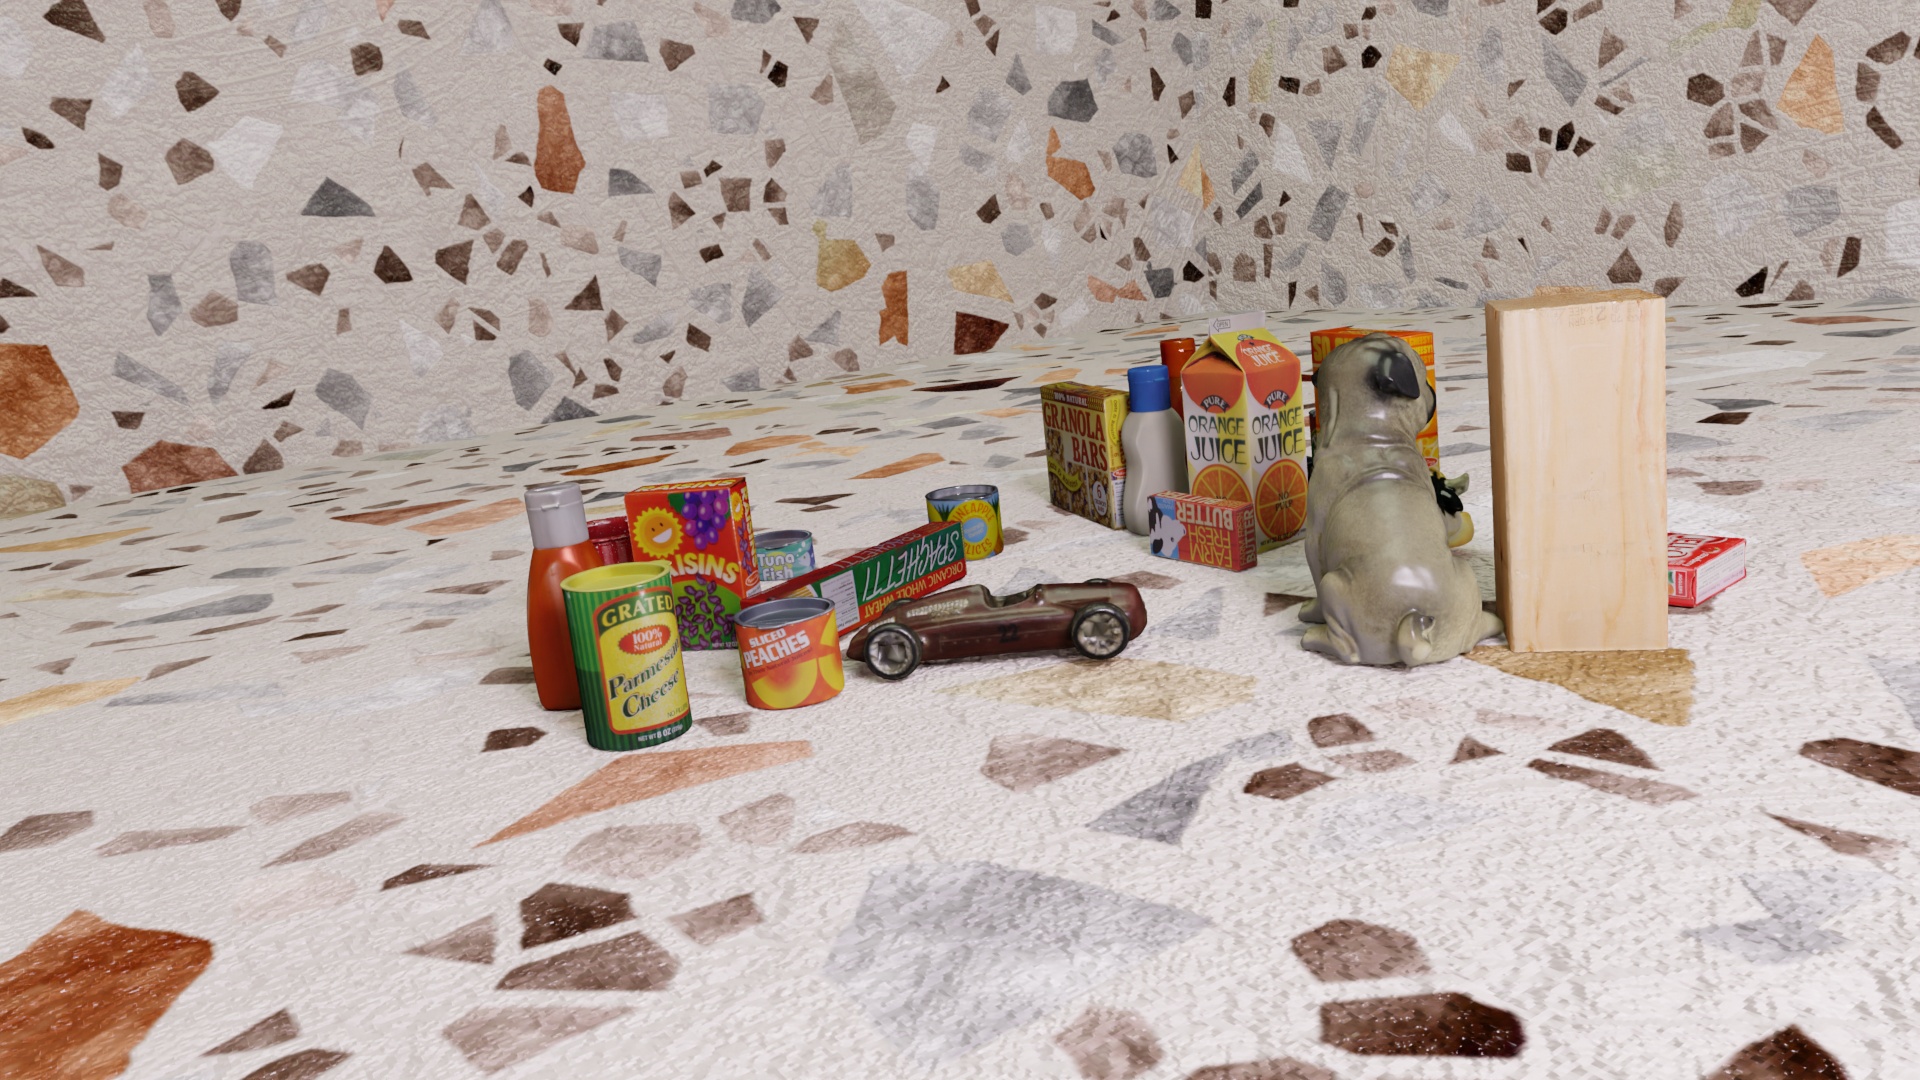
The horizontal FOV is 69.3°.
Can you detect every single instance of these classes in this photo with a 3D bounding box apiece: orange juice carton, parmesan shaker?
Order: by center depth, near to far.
[{"bbox_3d":[-0.203,0.070,0.859,0.071,0.102,0.071,-6,12,1],"label":"parmesan shaker"},{"bbox_3d":[0.237,-0.092,1.158,0.072,0.192,0.073,-15,15,-35],"label":"orange juice carton"}]

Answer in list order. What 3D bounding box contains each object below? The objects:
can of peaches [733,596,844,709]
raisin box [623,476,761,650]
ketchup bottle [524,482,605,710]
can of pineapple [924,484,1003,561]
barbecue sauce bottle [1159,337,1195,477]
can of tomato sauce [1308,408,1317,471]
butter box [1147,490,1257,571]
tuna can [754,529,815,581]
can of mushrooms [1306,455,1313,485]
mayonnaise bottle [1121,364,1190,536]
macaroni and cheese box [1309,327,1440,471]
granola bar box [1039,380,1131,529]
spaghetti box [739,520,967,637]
[{"bbox_3d":[-0.111,0.073,0.902,0.071,0.058,0.071,-6,12,1],"label":"can of peaches"},{"bbox_3d":[-0.197,0.018,1.039,0.086,0.123,0.040,-4,12,13],"label":"raisin box"},{"bbox_3d":[-0.261,0.037,0.930,0.065,0.148,0.043,-8,12,-7],"label":"ketchup bottle"},{"bbox_3d":[0.004,-0.016,1.240,0.071,0.057,0.071,-6,12,1],"label":"can of pineapple"},{"bbox_3d":[0.234,-0.138,1.462,0.065,0.148,0.043,-12,13,-25],"label":"barbecue sauce bottle"},{"bbox_3d":[0.361,-0.082,1.299,0.071,0.083,0.071,-6,12,1],"label":"can of tomato sauce"},{"bbox_3d":[0.195,-0.008,1.124,0.024,0.053,0.103,-14,15,-32],"label":"butter box"},{"bbox_3d":[-0.165,0.014,1.252,0.071,0.032,0.071,-6,12,1],"label":"tuna can"},{"bbox_3d":[0.309,-0.060,1.344,0.071,0.033,0.071,-6,12,1],"label":"can of mushrooms"},{"bbox_3d":[0.173,-0.082,1.243,0.065,0.147,0.041,-11,13,-22],"label":"mayonnaise bottle"},{"bbox_3d":[0.349,-0.094,1.169,0.040,0.166,0.124,-10,13,-18],"label":"macaroni and cheese box"},{"bbox_3d":[0.128,-0.086,1.339,0.039,0.124,0.166,-10,13,-16],"label":"granola bar box"},{"bbox_3d":[-0.074,0.036,1.068,0.028,0.050,0.251,2,15,34],"label":"spaghetti box"}]
